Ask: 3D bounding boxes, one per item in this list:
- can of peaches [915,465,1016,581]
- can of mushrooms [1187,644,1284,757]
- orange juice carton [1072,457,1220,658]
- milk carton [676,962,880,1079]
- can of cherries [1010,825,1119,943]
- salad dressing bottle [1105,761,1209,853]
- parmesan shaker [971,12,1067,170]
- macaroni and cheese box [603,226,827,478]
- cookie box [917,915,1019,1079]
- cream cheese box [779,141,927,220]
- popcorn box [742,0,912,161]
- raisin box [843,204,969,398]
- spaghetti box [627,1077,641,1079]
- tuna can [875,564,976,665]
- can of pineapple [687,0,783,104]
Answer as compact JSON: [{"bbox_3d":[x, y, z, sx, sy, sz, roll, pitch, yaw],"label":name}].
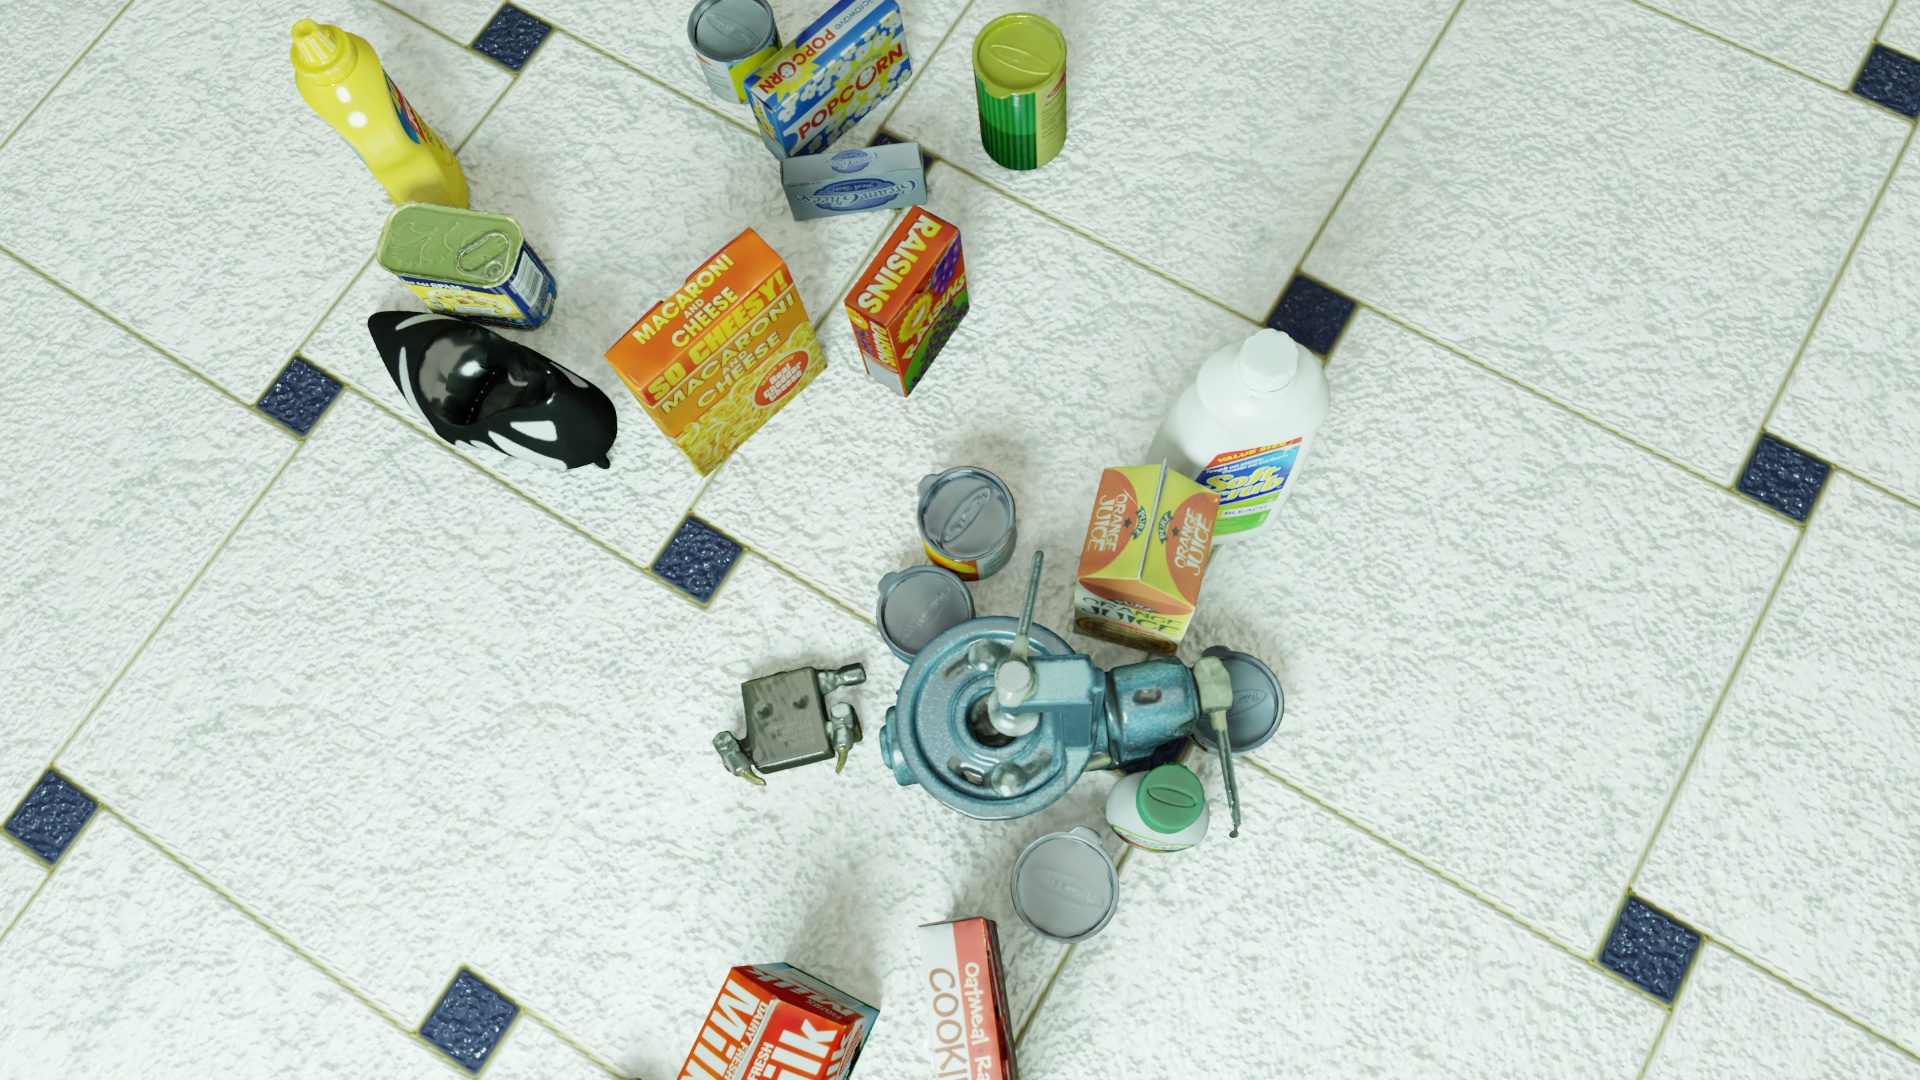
[{"bbox_3d":[0.003,-0.012,0.940,0.071,0.058,0.071,-1,73,4],"label":"can of peaches"},{"bbox_3d":[0.175,0.105,0.906,0.071,0.033,0.071,-1,73,3],"label":"can of mushrooms"},{"bbox_3d":[0.112,0.013,0.855,0.073,0.192,0.072,14,75,8],"label":"orange juice carton"},{"bbox_3d":[-0.103,0.288,0.786,0.073,0.190,0.072,24,77,10],"label":"milk carton"},{"bbox_3d":[0.067,0.215,0.866,0.071,0.058,0.071,-1,73,4],"label":"can of cherries"},{"bbox_3d":[0.121,0.160,0.833,0.064,0.147,0.044,14,75,8],"label":"salad dressing bottle"},{"bbox_3d":[0.042,-0.321,1.008,0.071,0.103,0.071,-1,73,4],"label":"parmesan shaker"},{"bbox_3d":[-0.158,-0.120,0.927,0.124,0.166,0.040,-44,76,-9],"label":"macaroni and cheese box"},{"bbox_3d":[0.009,0.281,0.793,0.040,0.167,0.123,-9,73,1],"label":"cookie box"},{"bbox_3d":[-0.077,-0.265,1.025,0.104,0.053,0.024,-7,73,2],"label":"cream cheese box"},{"bbox_3d":[-0.096,-0.344,1.034,0.127,0.085,0.038,-43,75,-9],"label":"popcorn box"},{"bbox_3d":[-0.034,-0.161,0.954,0.040,0.123,0.086,32,78,12],"label":"raisin box"},{"bbox_3d":[-0.113,0.409,0.824,0.250,0.050,0.029,34,79,13],"label":"spaghetti box"},{"bbox_3d":[-0.024,0.051,0.936,0.071,0.032,0.071,-1,73,3],"label":"tuna can"},{"bbox_3d":[-0.168,-0.378,1.063,0.071,0.057,0.071,-1,73,4],"label":"can of pineapple"}]
